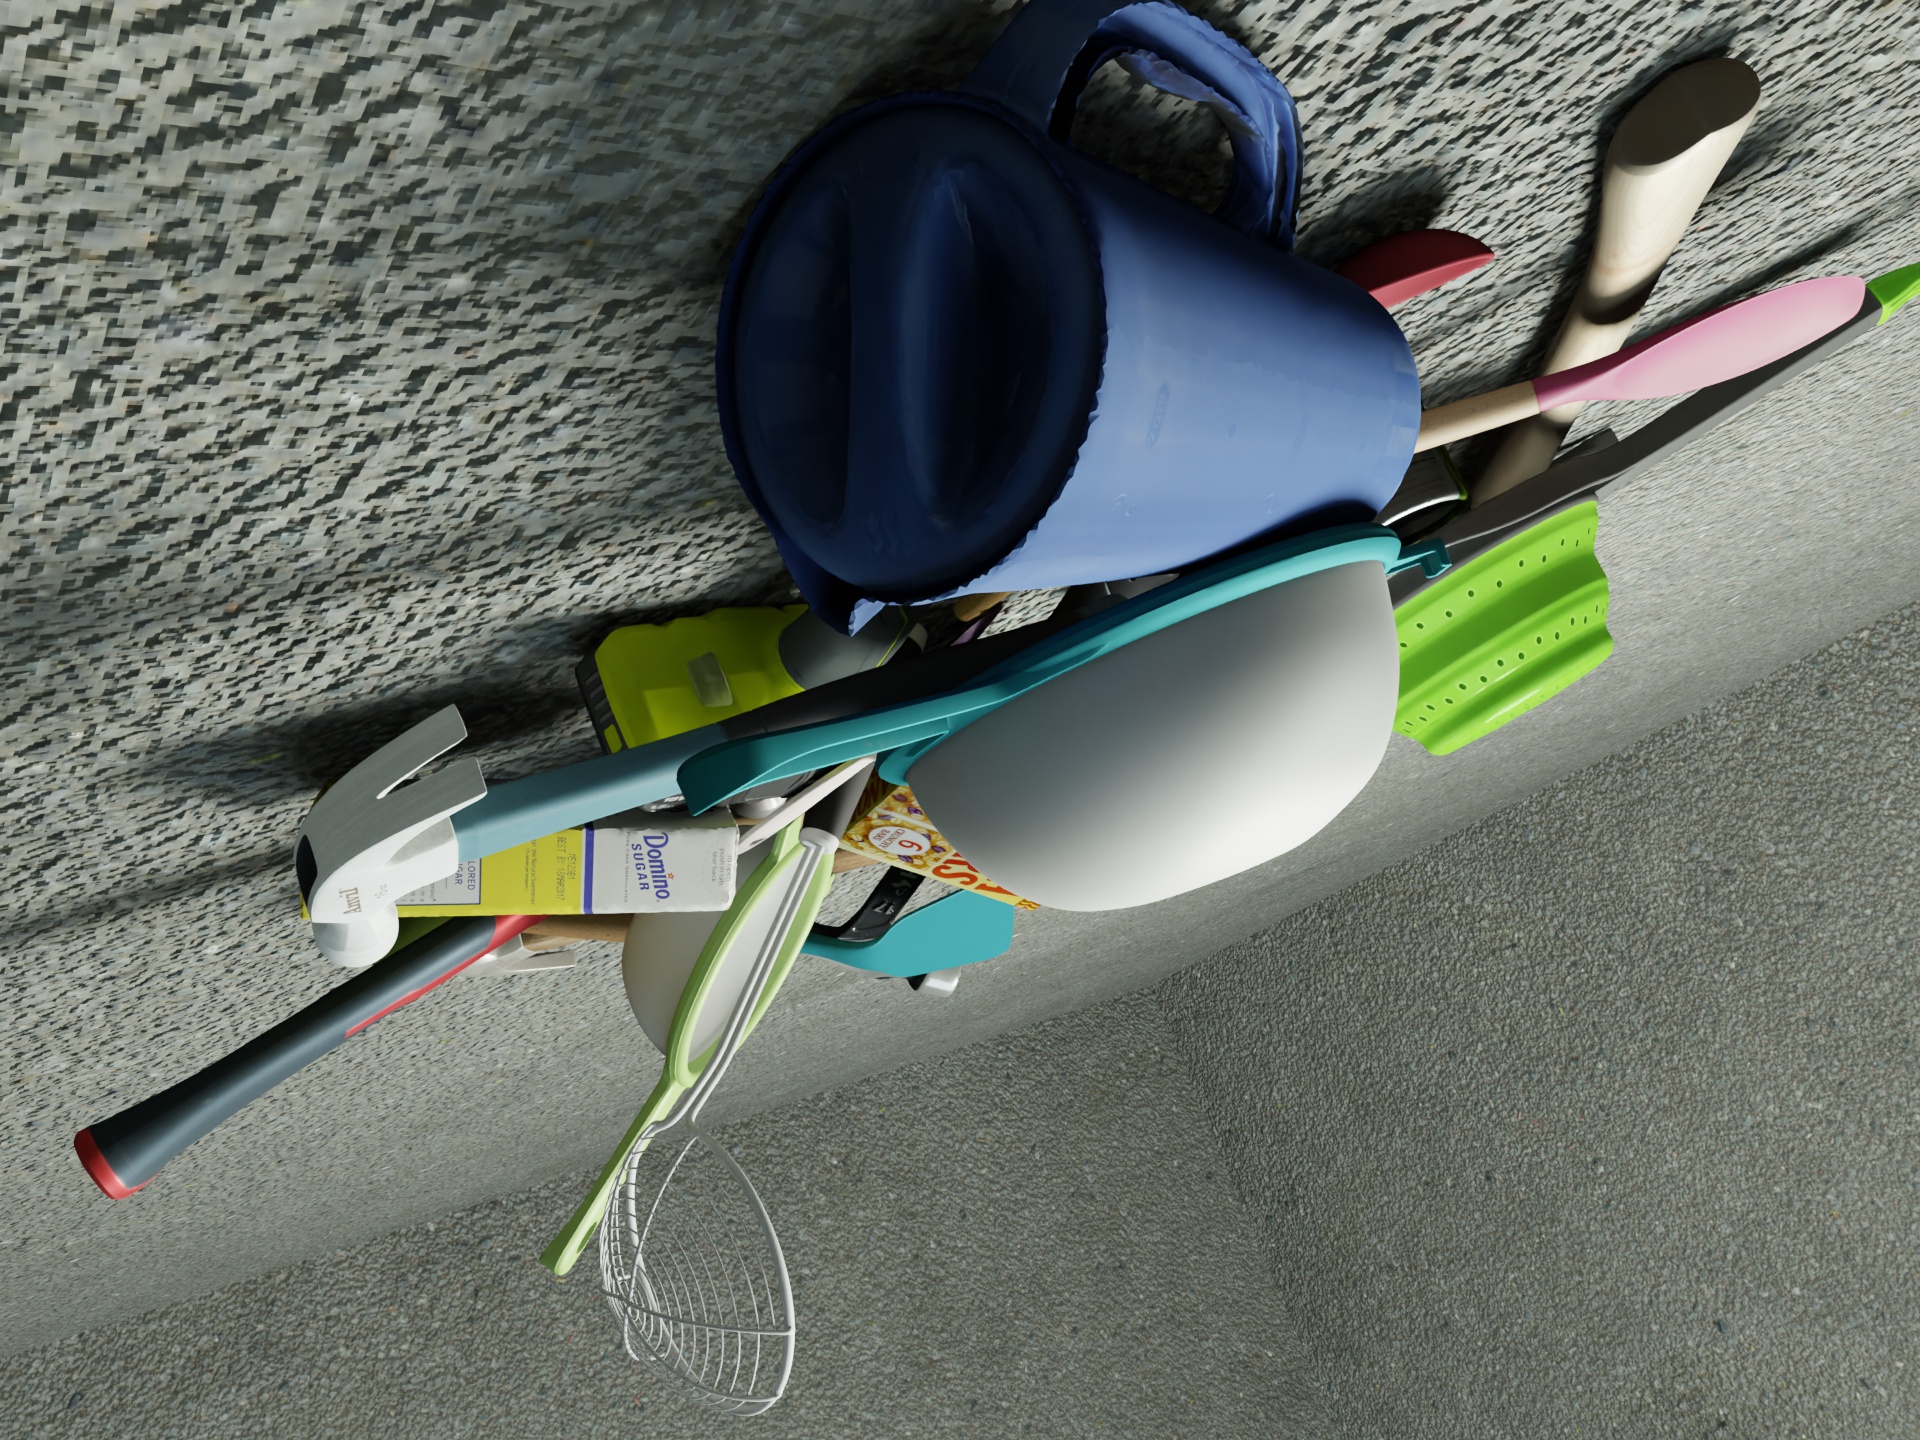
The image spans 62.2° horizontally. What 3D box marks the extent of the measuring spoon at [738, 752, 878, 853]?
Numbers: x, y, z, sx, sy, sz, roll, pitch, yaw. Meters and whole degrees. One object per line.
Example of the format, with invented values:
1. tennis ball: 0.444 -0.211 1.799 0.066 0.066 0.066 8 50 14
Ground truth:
1. measuring spoon: -0.056 0.035 0.712 0.124 0.018 0.034 -34 166 24

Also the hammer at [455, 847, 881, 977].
1. hammer: -0.171 0.113 1.038 0.331 0.031 0.130 -15 166 0

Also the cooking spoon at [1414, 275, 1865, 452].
1. cooking spoon: 0.234 -0.139 0.721 0.319 0.017 0.068 -16 160 20

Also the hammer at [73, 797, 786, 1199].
1. hammer: -0.238 0.100 0.775 0.386 0.038 0.143 -33 169 -23

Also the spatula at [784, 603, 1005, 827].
1. spatula: -0.079 0.036 0.904 0.316 0.018 0.060 -44 175 35

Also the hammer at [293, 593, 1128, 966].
1. hammer: -0.078 0.008 0.600 0.331 0.033 0.128 -17 159 -24

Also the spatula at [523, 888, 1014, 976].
1. spatula: -0.128 0.121 0.952 0.317 0.044 0.082 3 139 6

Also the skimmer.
1. skimmer: -0.069 0.123 0.737 0.090 0.363 0.127 37 152 -32

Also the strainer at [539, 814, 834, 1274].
1. strainer: -0.158 0.154 0.821 0.256 0.069 0.151 -59 168 -14

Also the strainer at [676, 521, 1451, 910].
1. strainer: 0.044 0.024 0.542 0.211 0.095 0.340 -29 171 36

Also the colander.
1. colander: 0.344 -0.090 0.835 0.397 0.094 0.204 -34 168 16

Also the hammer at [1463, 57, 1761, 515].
1. hammer: 0.304 -0.178 0.764 0.146 0.038 0.410 -24 164 1

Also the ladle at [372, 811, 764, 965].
1. ladle: -0.196 0.089 0.942 0.320 0.062 0.078 -11 165 -42

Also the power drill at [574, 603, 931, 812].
1. power drill: -0.055 -0.050 0.637 0.171 0.080 0.223 -6 154 -44

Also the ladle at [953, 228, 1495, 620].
1. ladle: 0.093 -0.119 0.692 0.069 0.031 0.315 -20 170 -45

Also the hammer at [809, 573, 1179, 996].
1. hammer: 0.004 0.031 0.889 0.149 0.036 0.408 17 136 -17
